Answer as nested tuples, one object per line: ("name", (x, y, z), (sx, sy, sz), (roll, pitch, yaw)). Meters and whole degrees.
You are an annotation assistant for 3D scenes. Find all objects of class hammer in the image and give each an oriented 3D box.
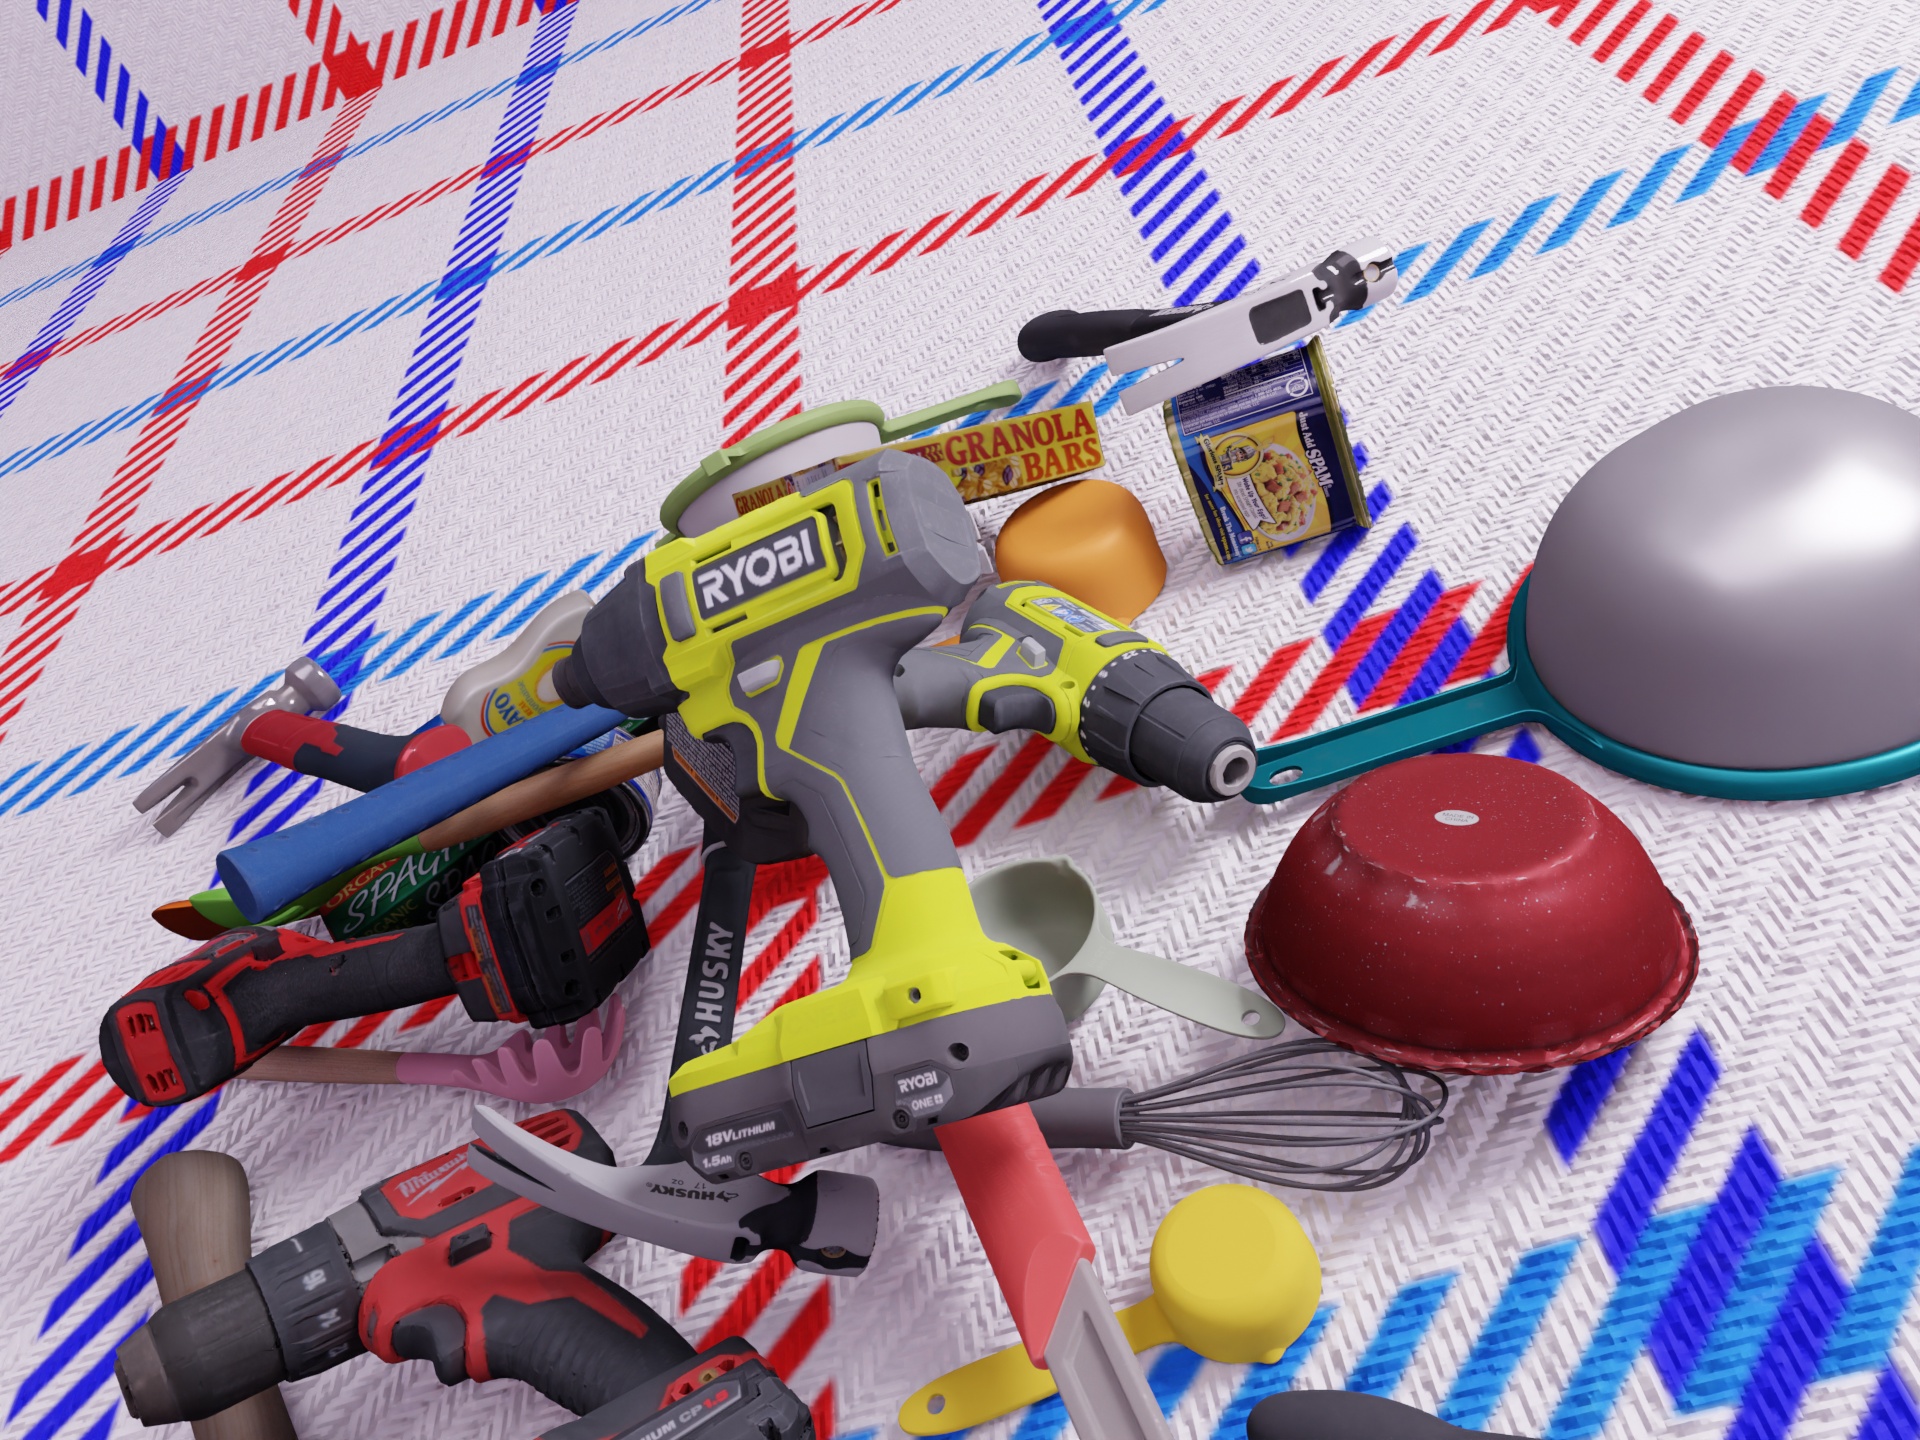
("hammer", (-0.112, 0.073, 0.728), (0.149, 0.036, 0.409), (11, 31, -10))
("hammer", (0.099, -0.222, 0.913), (0.146, 0.035, 0.335), (-27, 18, -11))
("hammer", (0.014, 0.175, 0.549), (0.149, 0.036, 0.359), (-38, 42, 7))
("hammer", (-0.153, -0.016, 0.770), (0.405, 0.035, 0.144), (-31, 15, -35))
("hammer", (-0.370, 0.027, 0.899), (0.143, 0.038, 0.386), (-47, 28, -24))
("hammer", (-0.271, 0.303, 0.606), (0.146, 0.038, 0.411), (-40, 40, -15))

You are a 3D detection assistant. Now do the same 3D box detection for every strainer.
("strainer", (0.271, -0.052, 0.663), (0.340, 0.095, 0.211), (-19, 39, 7))
("strainer", (-0.057, -0.147, 0.984), (0.256, 0.069, 0.151), (-24, -4, -26))

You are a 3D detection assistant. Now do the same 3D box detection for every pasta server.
("pasta server", (-0.292, 0.162, 0.777), (0.316, 0.040, 0.060), (-5, 11, 27))

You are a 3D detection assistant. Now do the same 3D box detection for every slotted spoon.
("slotted spoon", (-0.244, 0.050, 0.787), (0.314, 0.031, 0.070), (-20, -2, 13))

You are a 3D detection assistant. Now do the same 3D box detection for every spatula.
("spatula", (-0.293, 0.041, 0.908), (0.322, 0.081, 0.041), (-35, 79, -17))

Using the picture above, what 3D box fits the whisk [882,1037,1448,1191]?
("whisk", (0.062, 0.146, 0.595), (0.239, 0.055, 0.055), (-7, 42, 28))

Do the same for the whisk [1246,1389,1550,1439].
("whisk", (0.212, 0.214, 0.429), (0.285, 0.070, 0.070), (-3, 43, 32))

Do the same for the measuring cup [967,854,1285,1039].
("measuring cup", (0.061, 0.107, 0.640), (0.168, 0.038, 0.083), (15, 54, 41))

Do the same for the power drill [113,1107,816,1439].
("power drill", (-0.174, 0.235, 0.555), (0.188, 0.080, 0.227), (-19, 29, -33))

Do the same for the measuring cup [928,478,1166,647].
("measuring cup", (0.024, -0.072, 0.855), (0.173, 0.052, 0.095), (-25, 38, -2))

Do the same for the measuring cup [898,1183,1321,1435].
("measuring cup", (0.047, 0.205, 0.544), (0.156, 0.029, 0.062), (-23, 38, 1))

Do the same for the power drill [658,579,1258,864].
("power drill", (-0.001, -0.002, 0.704), (0.228, 0.080, 0.191), (-8, 25, -28))

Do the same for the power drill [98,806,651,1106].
("power drill", (-0.269, 0.112, 0.749), (0.219, 0.078, 0.143), (-15, 7, 7))

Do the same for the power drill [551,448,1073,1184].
("power drill", (-0.058, 0.037, 0.558), (0.171, 0.080, 0.223), (-21, 75, 23))
